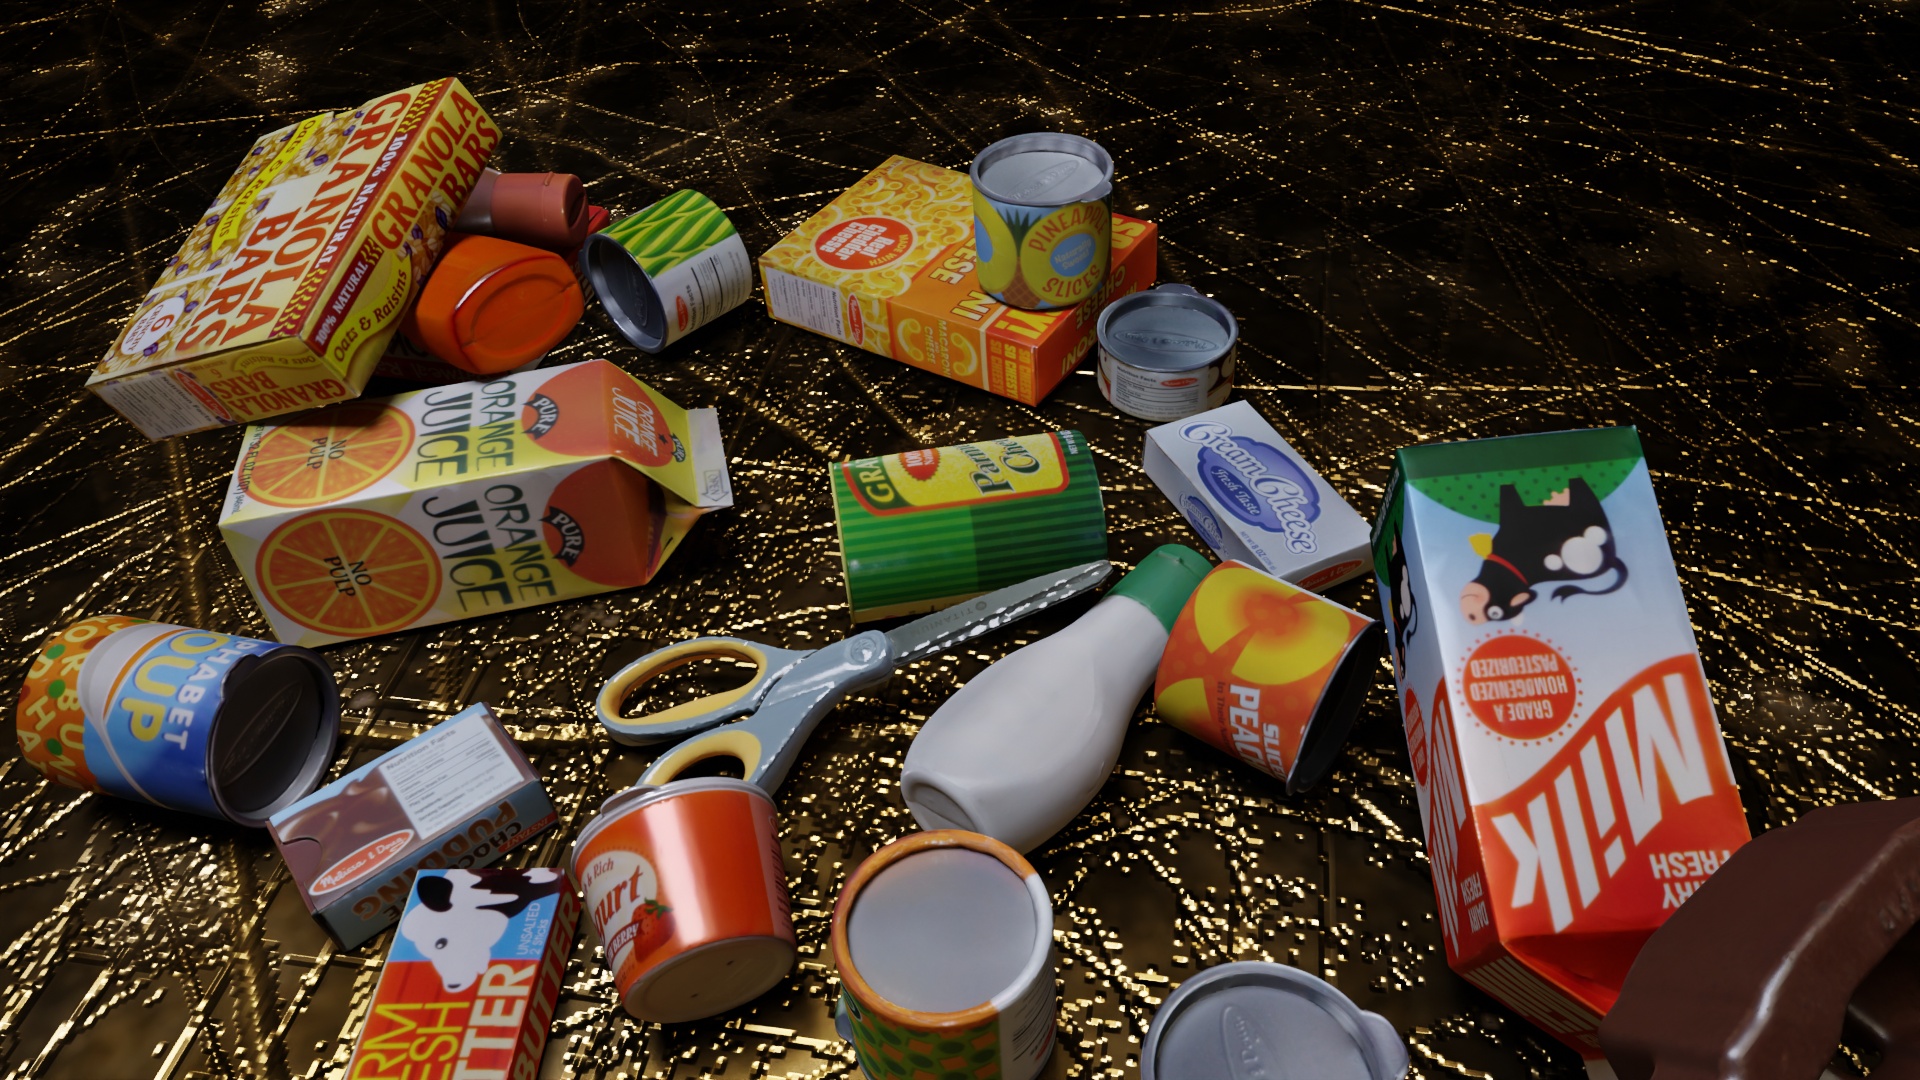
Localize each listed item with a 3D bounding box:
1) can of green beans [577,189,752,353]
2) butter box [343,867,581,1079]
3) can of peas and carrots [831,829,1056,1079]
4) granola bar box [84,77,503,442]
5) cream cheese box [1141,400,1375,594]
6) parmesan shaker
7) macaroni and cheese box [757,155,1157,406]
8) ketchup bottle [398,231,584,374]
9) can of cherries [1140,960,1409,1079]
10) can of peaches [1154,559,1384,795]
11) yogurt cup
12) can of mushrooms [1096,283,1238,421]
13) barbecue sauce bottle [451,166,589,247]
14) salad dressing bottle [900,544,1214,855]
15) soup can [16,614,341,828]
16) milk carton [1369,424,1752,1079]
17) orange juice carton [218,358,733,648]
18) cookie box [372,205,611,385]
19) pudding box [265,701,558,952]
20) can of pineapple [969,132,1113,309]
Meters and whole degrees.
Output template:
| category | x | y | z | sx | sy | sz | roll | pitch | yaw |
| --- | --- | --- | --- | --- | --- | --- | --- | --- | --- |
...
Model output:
| category | x | y | z | sx | sy | sz | roll | pitch | yaw |
| --- | --- | --- | --- | --- | --- | --- | --- | --- | --- |
| can of green beans | -0.149 | -0.139 | 0.712 | 0.071 | 0.071 | 0.058 | 31 | 54 | 32 |
| butter box | -0.158 | 0.153 | 0.437 | 0.053 | 0.024 | 0.104 | -2 | 43 | 3 |
| can of peas and carrots | -0.006 | 0.131 | 0.423 | 0.071 | 0.058 | 0.071 | -2 | 43 | 2 |
| granola bar box | -0.286 | -0.125 | 0.606 | 0.124 | 0.039 | 0.166 | -7 | 51 | 23 |
| cream cheese box | 0.126 | -0.017 | 0.592 | 0.053 | 0.024 | 0.104 | -19 | 46 | -16 |
| parmesan shaker | 0.002 | -0.007 | 0.563 | 0.103 | 0.071 | 0.071 | -9 | 44 | -5 |
| macaroni and cheese box | 0.000 | -0.139 | 0.719 | 0.166 | 0.040 | 0.124 | 22 | 50 | 26 |
| ketchup bottle | -0.234 | -0.115 | 0.633 | 0.065 | 0.043 | 0.149 | -38 | 40 | -28 |
| can of cherries | 0.085 | 0.161 | 0.385 | 0.071 | 0.058 | 0.072 | -3 | 43 | 2 |
| can of peaches | 0.109 | 0.049 | 0.495 | 0.058 | 0.071 | 0.071 | 26 | 51 | 28 |
| yogurt cup | -0.085 | 0.116 | 0.443 | 0.072 | 0.072 | 0.054 | -16 | 53 | -12 |
| can of mushrooms | 0.099 | -0.090 | 0.665 | 0.071 | 0.033 | 0.071 | -3 | 44 | 3 |
| barbecue sauce bottle | -0.268 | -0.169 | 0.711 | 0.148 | 0.043 | 0.065 | 1 | 45 | 6 |
| salad dressing bottle | 0.043 | 0.055 | 0.510 | 0.064 | 0.043 | 0.148 | 19 | 46 | 40 |
| soup can | -0.285 | 0.063 | 0.508 | 0.084 | 0.071 | 0.072 | 8 | 45 | 13 |
| milk carton | 0.179 | 0.067 | 0.417 | 0.073 | 0.072 | 0.191 | -6 | 67 | 6 |
| orange juice carton | -0.195 | -0.020 | 0.586 | 0.193 | 0.072 | 0.072 | -11 | 42 | -7 |
| cookie box | -0.287 | -0.139 | 0.743 | 0.167 | 0.040 | 0.123 | 8 | 45 | 13 |
| pudding box | -0.193 | 0.099 | 0.492 | 0.084 | 0.030 | 0.050 | -31 | 51 | -25 |
| can of pineapple | 0.040 | -0.150 | 0.654 | 0.071 | 0.057 | 0.071 | -3 | 44 | 3 |
